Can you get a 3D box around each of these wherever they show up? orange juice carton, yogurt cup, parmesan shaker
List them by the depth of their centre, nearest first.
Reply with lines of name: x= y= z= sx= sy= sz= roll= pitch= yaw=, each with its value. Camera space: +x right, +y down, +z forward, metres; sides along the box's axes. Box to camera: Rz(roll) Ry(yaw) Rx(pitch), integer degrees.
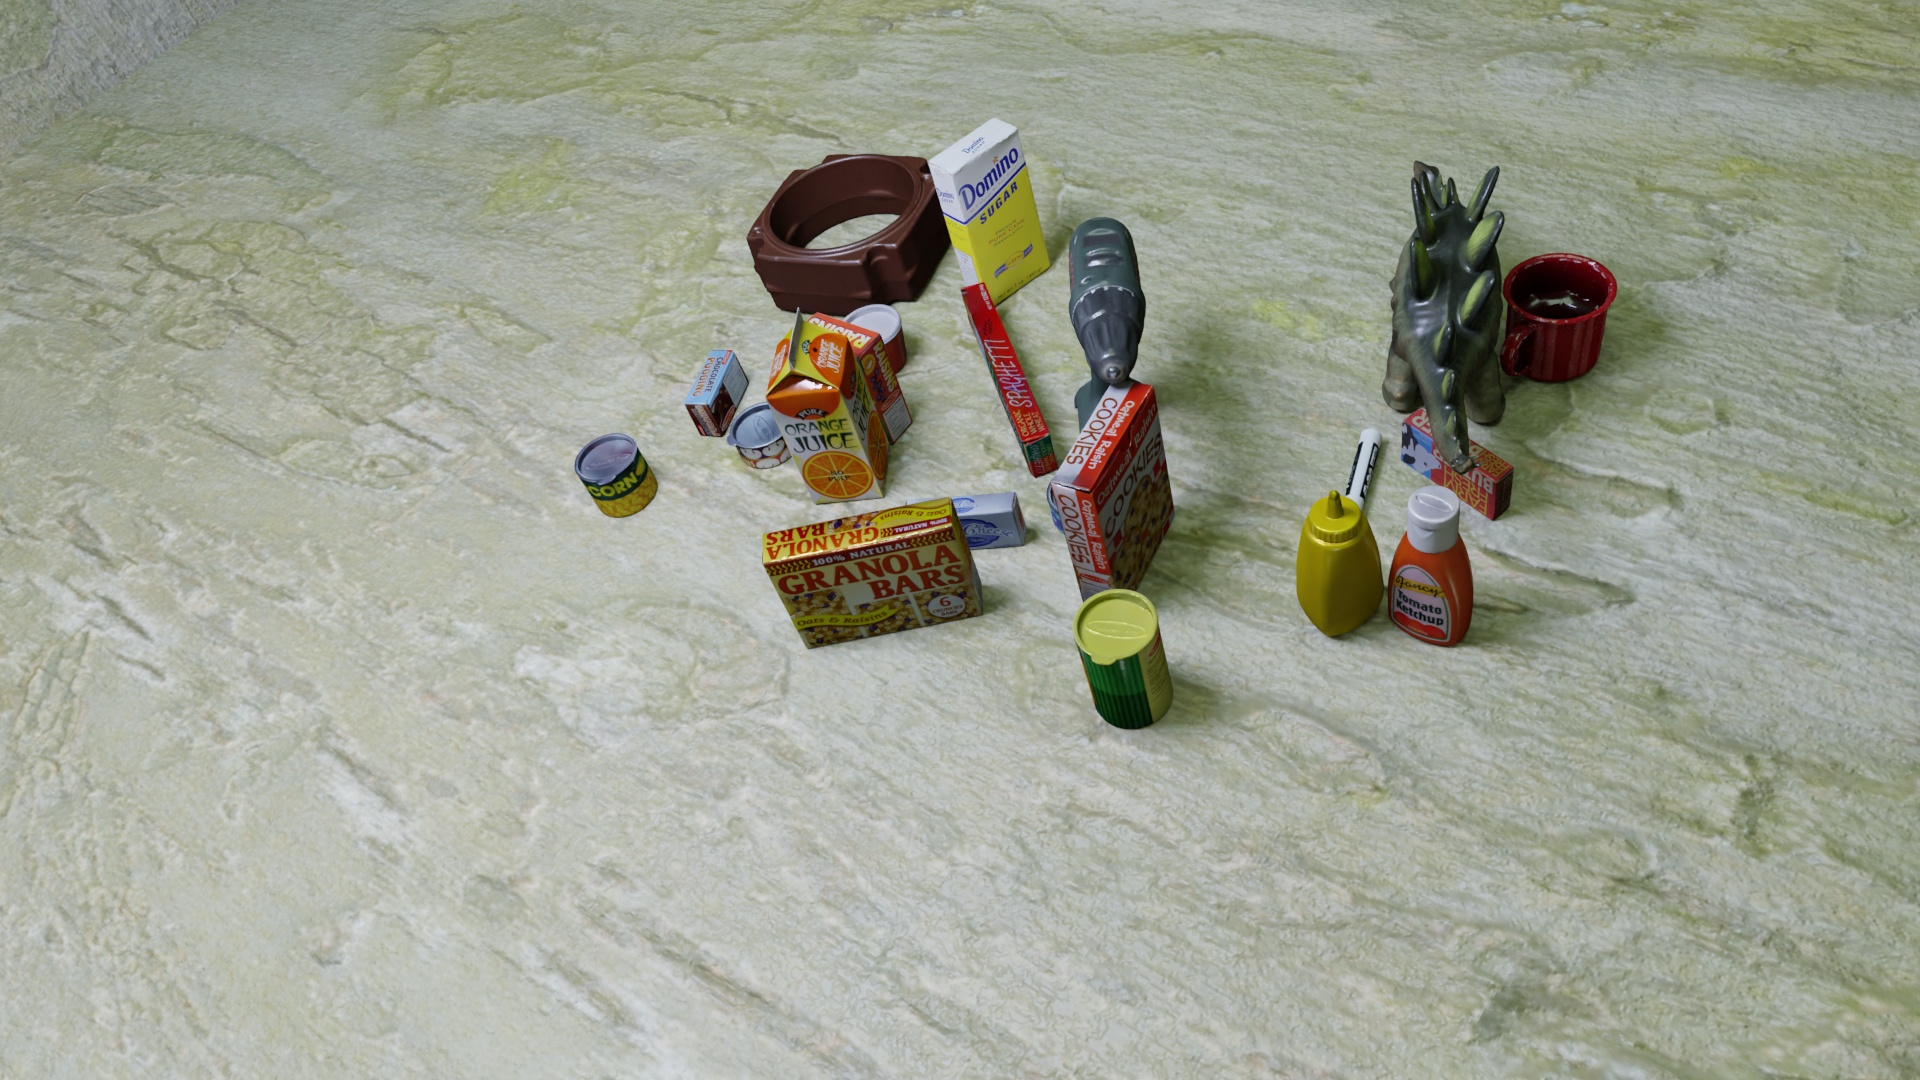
parmesan shaker: x=0.128 y=0.097 z=1.096 sx=0.071 sy=0.102 sz=0.072 roll=-8 pitch=49 yaw=10
orange juice carton: x=-0.127 y=-0.124 z=1.302 sx=0.073 sy=0.191 sz=0.072 roll=-5 pitch=49 yaw=12
yogurt cup: x=-0.089 y=-0.206 z=1.454 sx=0.072 sy=0.053 sz=0.073 roll=-8 pitch=49 yaw=10

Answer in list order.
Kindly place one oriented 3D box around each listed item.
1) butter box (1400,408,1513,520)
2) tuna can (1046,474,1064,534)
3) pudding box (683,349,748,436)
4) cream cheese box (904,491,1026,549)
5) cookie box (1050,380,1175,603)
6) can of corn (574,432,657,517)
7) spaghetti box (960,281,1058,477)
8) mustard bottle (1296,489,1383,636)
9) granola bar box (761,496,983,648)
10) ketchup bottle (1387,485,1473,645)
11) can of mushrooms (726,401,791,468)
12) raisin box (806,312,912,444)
butter box: x=0.422 y=-0.065 z=1.183 sx=0.024 sy=0.053 sz=0.104 roll=-35 pitch=50 yaw=-14
tuna can: x=0.115 y=-0.034 z=1.261 sx=0.071 sy=0.032 sz=0.071 roll=-8 pitch=49 yaw=10
pudding box: x=-0.256 y=-0.156 z=1.464 sx=0.030 sy=0.049 sz=0.084 roll=2 pitch=51 yaw=19
cream cheese box: x=0.005 y=-0.016 z=1.263 sx=0.104 sy=0.053 sz=0.024 roll=-4 pitch=50 yaw=14
cookie box: x=0.133 y=-0.034 z=1.164 sx=0.040 sy=0.166 sz=0.123 roll=15 pitch=56 yaw=27
can of corn: x=-0.348 y=-0.064 z=1.406 sx=0.071 sy=0.058 sz=0.071 roll=-8 pitch=49 yaw=10
spaghetti box: x=0.046 y=-0.164 z=1.381 sx=0.029 sy=0.050 sz=0.251 roll=-19 pitch=48 yaw=0
mustard bottle: x=0.295 y=0.010 z=1.084 sx=0.065 sy=0.159 sz=0.049 roll=-27 pitch=48 yaw=-7
granola bar box: x=-0.073 y=0.030 z=1.199 sx=0.165 sy=0.123 sz=0.039 roll=-11 pitch=48 yaw=7
ketchup bottle: x=0.361 y=0.019 z=1.064 sx=0.065 sy=0.148 sz=0.044 roll=26 pitch=62 yaw=33
can of mushrooms: x=-0.201 y=-0.106 z=1.416 sx=0.071 sy=0.033 sz=0.071 roll=-8 pitch=49 yaw=10
raisin box: x=-0.105 y=-0.159 z=1.372 sx=0.086 sy=0.122 sz=0.040 roll=24 pitch=61 yaw=32
